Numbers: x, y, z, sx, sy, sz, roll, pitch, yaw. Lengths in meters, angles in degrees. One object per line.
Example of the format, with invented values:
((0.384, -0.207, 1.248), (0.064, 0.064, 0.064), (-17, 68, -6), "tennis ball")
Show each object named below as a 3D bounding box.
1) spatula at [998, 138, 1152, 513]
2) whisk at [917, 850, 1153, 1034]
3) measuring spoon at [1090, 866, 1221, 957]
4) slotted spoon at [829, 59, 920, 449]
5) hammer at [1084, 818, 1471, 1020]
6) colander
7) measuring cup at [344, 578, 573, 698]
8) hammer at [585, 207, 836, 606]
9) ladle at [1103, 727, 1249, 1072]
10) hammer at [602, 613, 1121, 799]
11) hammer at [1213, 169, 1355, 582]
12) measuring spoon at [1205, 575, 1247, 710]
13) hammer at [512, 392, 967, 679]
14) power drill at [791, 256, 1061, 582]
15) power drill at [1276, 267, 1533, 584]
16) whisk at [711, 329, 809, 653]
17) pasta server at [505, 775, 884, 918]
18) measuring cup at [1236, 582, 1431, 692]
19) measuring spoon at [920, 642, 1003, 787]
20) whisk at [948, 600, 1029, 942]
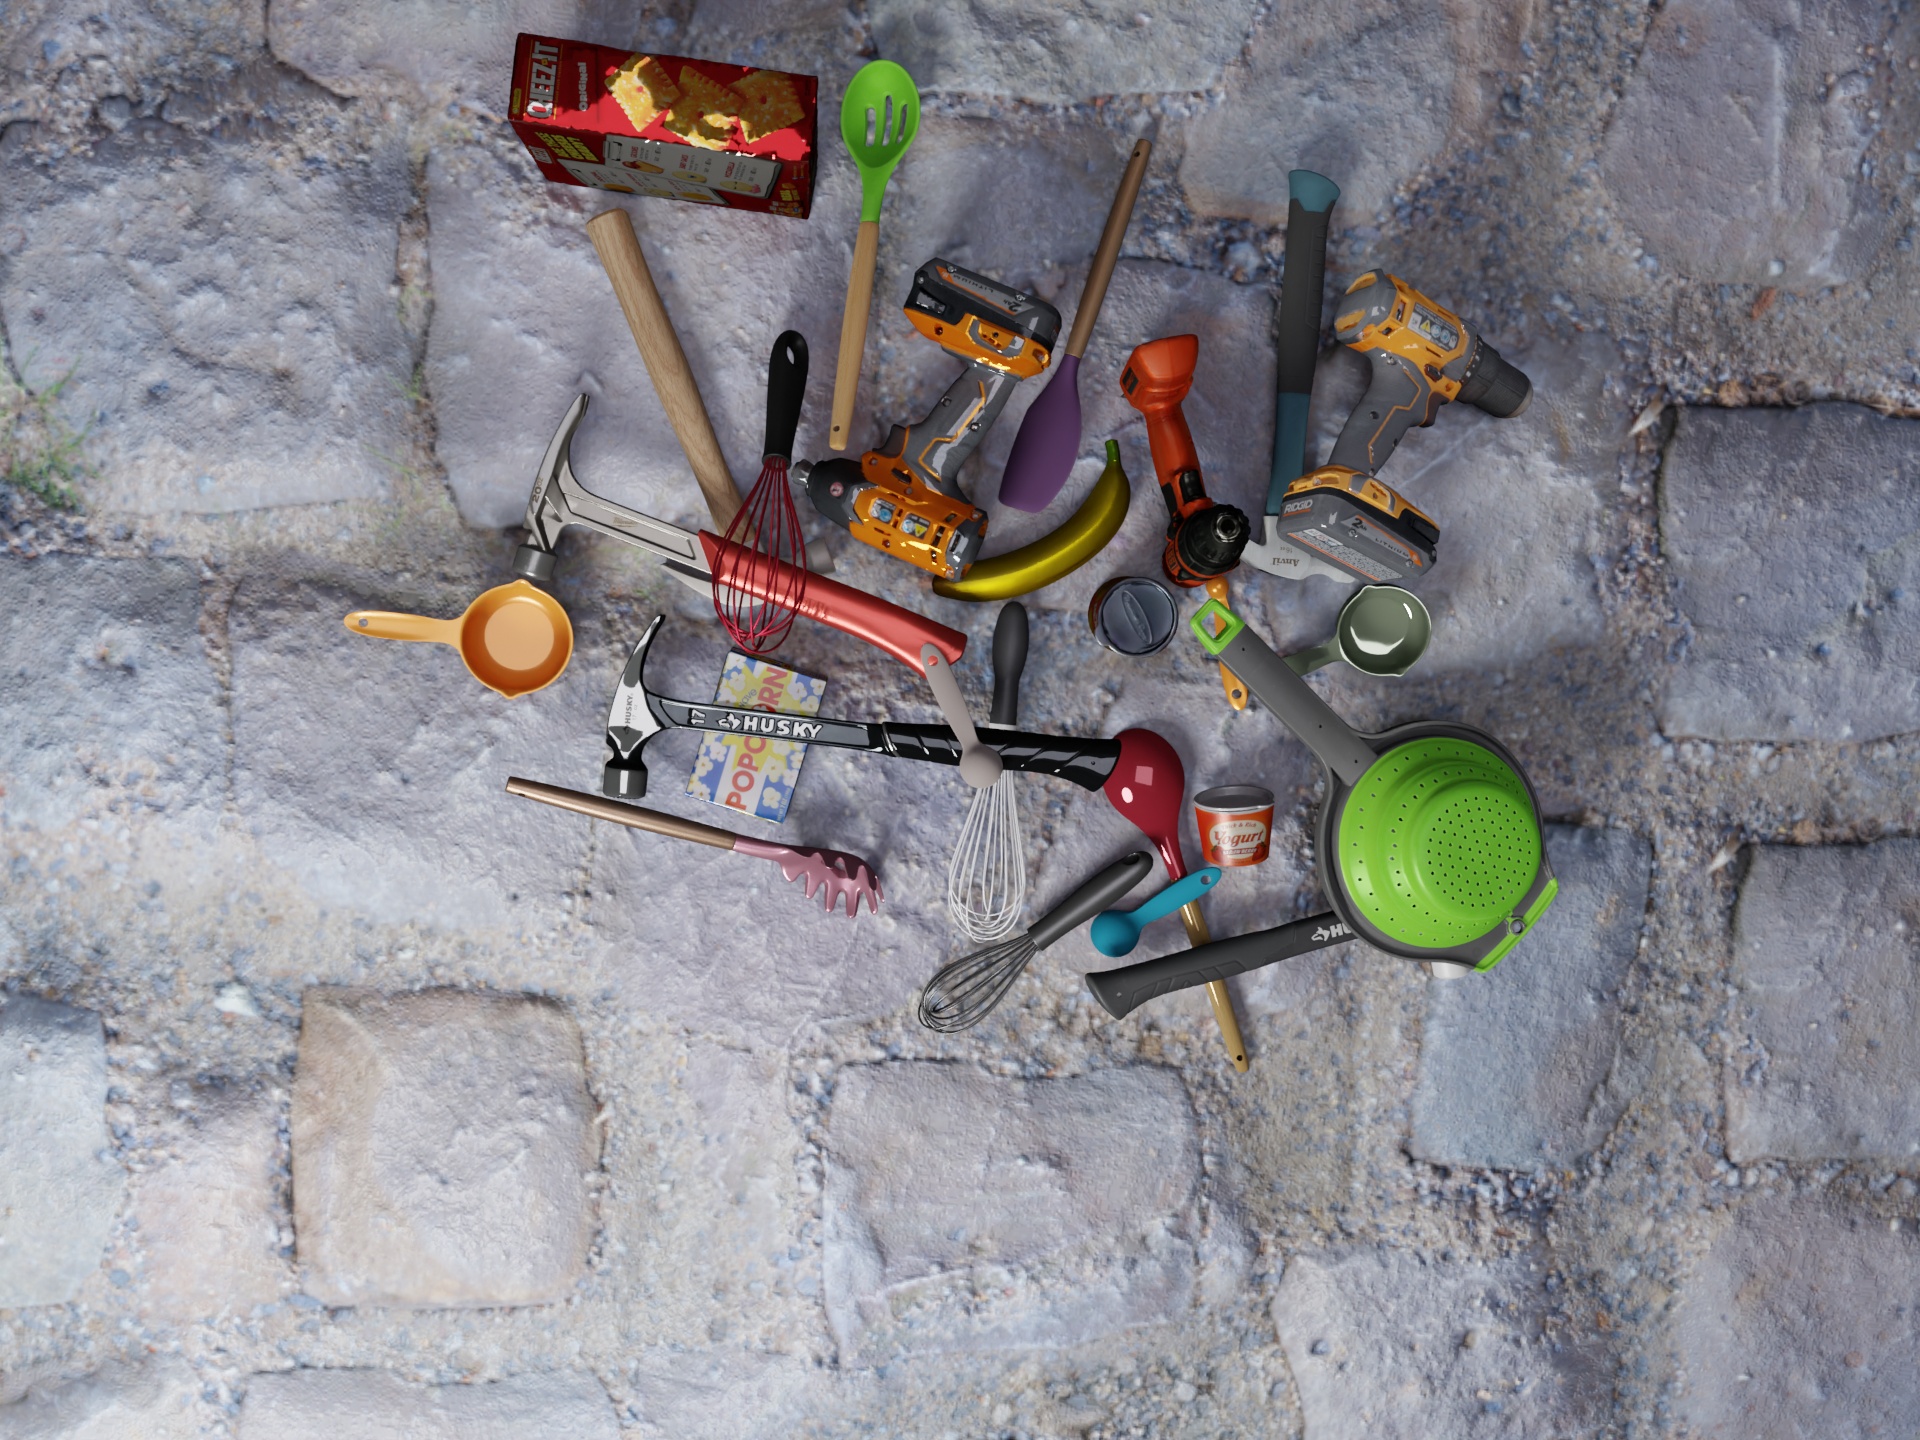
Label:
((0.102, -0.321, 1.300), (0.060, 0.018, 0.316), (19, 92, 28), "spatula")
((0.064, 0.184, 1.332), (0.239, 0.055, 0.055), (-37, 97, 1), "whisk")
((0.164, 0.161, 1.336), (0.128, 0.021, 0.042), (-34, 96, 18), "measuring spoon")
((-0.077, -0.365, 1.251), (0.070, 0.031, 0.314), (4, 83, 22), "slotted spoon")
((0.266, 0.183, 1.342), (0.334, 0.035, 0.146), (-14, 96, -10), "hammer")
((0.342, 0.046, 1.283), (0.397, 0.094, 0.204), (44, 85, -7), "colander")
((-0.396, -0.071, 1.266), (0.173, 0.052, 0.095), (6, 94, -11), "measuring cup")
((-0.223, -0.248, 1.281), (0.130, 0.031, 0.331), (-23, 96, -2), "hammer")
((0.193, 0.157, 1.356), (0.069, 0.031, 0.315), (-19, 99, 4), "ladle")
((-0.075, 0.008, 1.271), (0.409, 0.036, 0.149), (6, 93, -3), "hammer")
((0.278, -0.283, 1.315), (0.128, 0.033, 0.331), (3, 95, -6), "hammer")
((0.225, -0.065, 1.339), (0.021, 0.011, 0.117), (-9, 96, 19), "measuring spoon")
((-0.162, -0.127, 1.262), (0.359, 0.037, 0.149), (21, 95, -7), "hammer")
((-0.029, -0.244, 1.268), (0.164, 0.084, 0.226), (24, 97, 6), "power drill")
((0.365, -0.225, 1.286), (0.185, 0.084, 0.226), (23, 80, -21), "power drill")
((-0.144, -0.183, 1.222), (0.073, 0.073, 0.296), (6, 63, -5), "whisk")
((-0.211, 0.098, 1.286), (0.316, 0.060, 0.040), (16, 52, -16), "pasta server")
((0.312, -0.061, 1.343), (0.167, 0.038, 0.083), (-22, 100, 15), "measuring cup")
((-0.002, -0.004, 1.247), (0.034, 0.018, 0.124), (-25, 93, -1), "measuring spoon")
((0.031, 0.043, 1.318), (0.070, 0.070, 0.284), (5, 91, -5), "whisk")
